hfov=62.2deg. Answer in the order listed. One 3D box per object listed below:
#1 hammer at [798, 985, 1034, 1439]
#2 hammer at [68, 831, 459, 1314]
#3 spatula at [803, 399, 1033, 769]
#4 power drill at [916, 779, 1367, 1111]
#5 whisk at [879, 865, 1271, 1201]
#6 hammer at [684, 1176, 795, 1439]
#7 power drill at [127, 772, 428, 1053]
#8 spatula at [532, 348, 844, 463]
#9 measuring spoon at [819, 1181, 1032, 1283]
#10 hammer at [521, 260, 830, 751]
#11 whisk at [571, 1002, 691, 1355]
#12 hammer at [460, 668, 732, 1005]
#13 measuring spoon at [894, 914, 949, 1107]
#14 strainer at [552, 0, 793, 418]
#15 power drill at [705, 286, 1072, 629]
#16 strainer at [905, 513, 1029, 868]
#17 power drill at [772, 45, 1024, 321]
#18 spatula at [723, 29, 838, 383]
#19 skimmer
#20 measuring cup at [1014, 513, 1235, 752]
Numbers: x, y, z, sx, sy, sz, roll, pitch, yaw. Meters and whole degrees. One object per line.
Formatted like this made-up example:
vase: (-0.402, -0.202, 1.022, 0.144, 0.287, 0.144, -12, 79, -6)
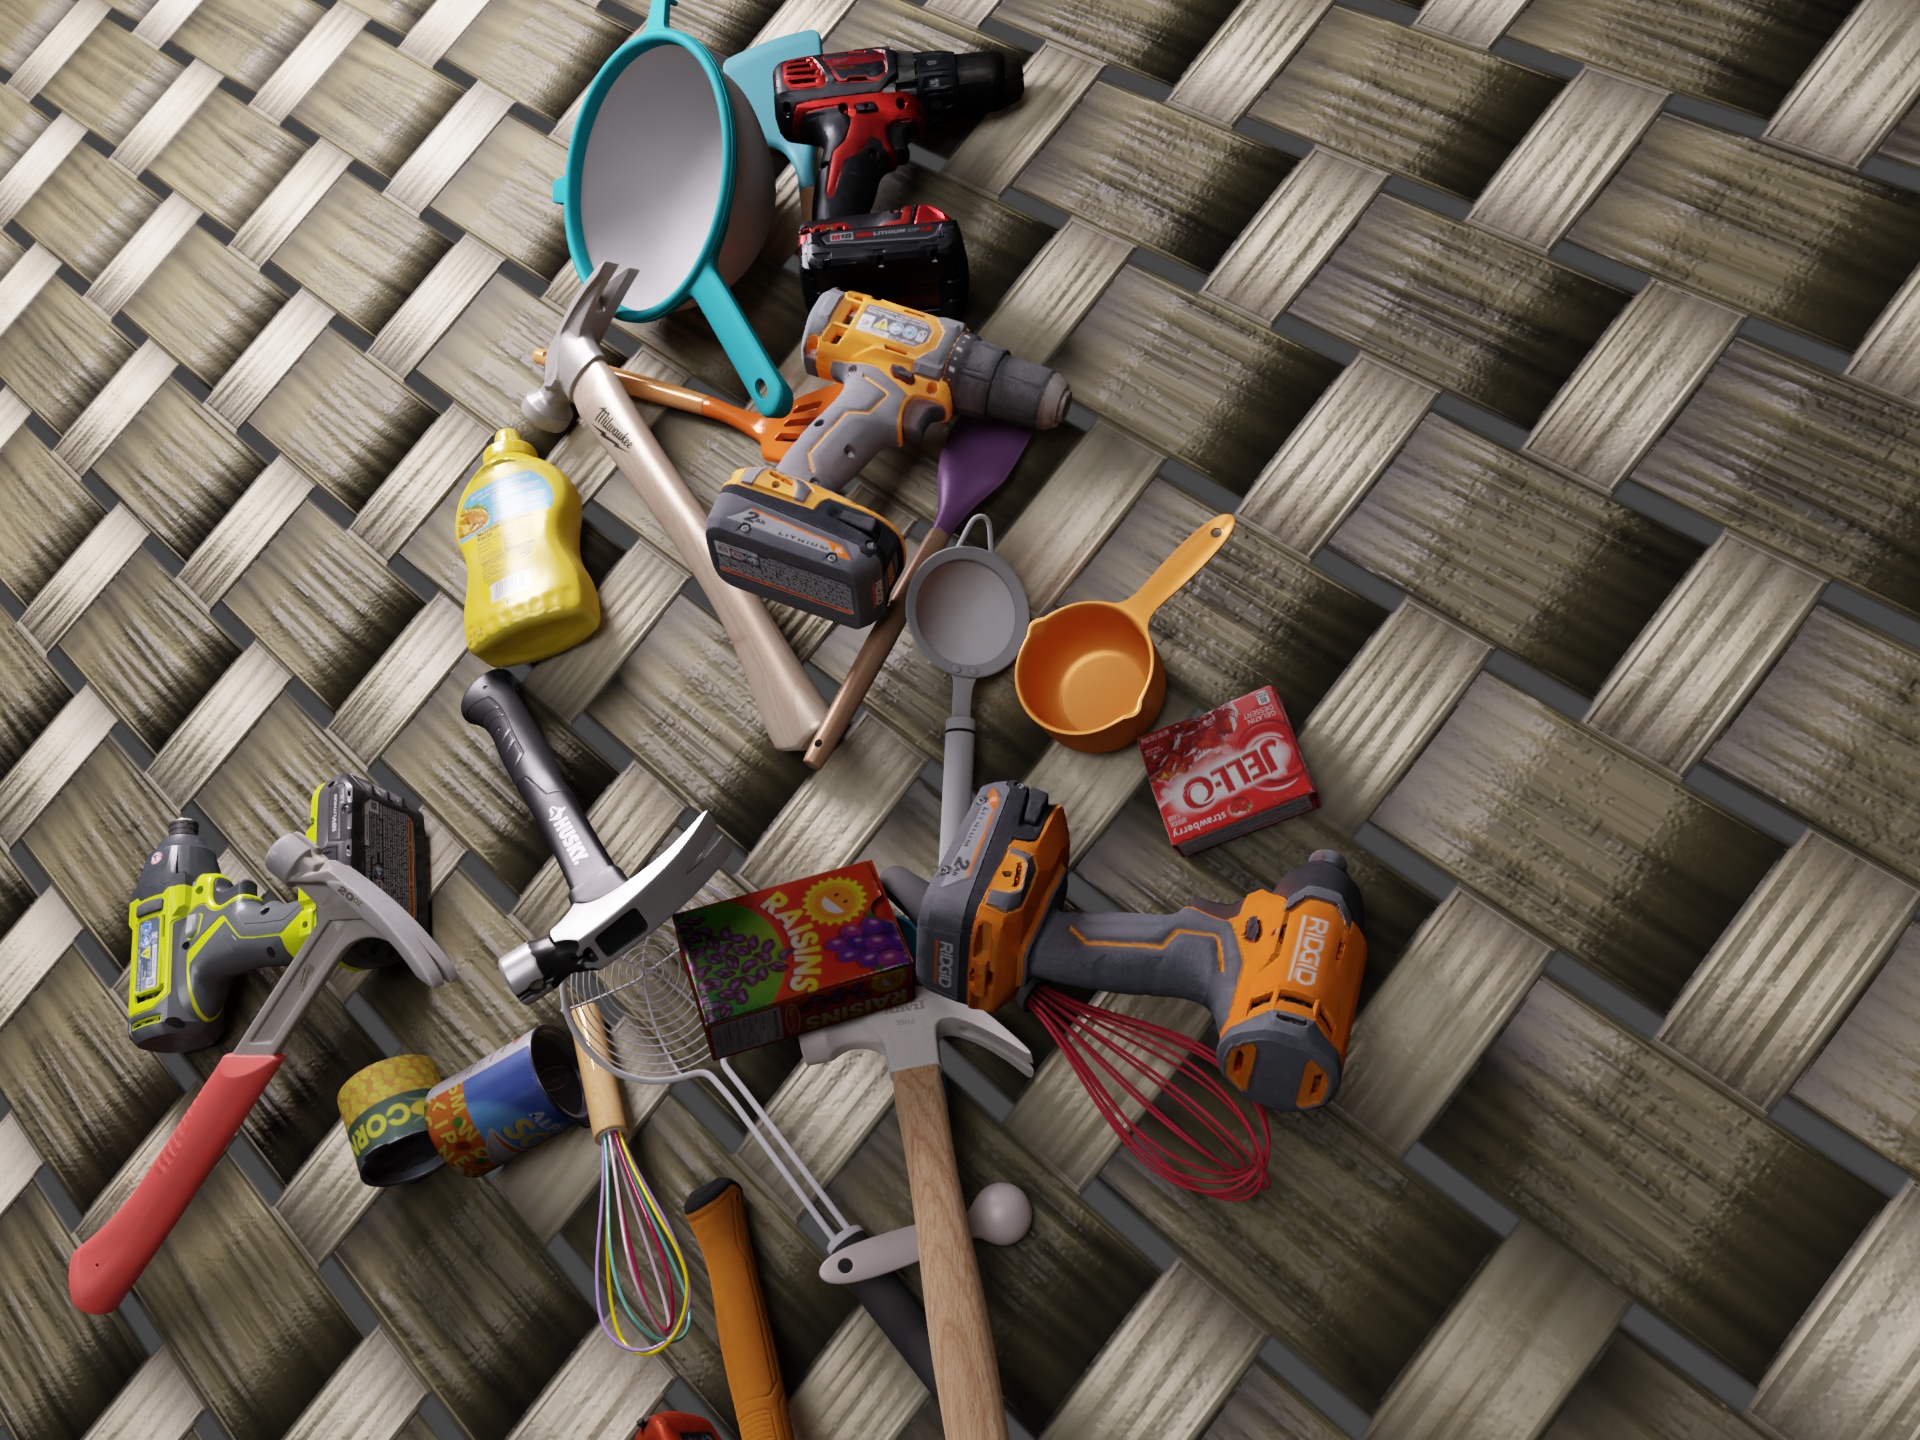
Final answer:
hammer: (-0.003, 0.293, 0.847, 0.130, 0.031, 0.332, -11, 55, -2)
hammer: (-0.479, 0.256, 1.052, 0.149, 0.036, 0.359, 38, 100, 12)
spatula: (-0.027, -0.104, 1.056, 0.060, 0.018, 0.316, 17, 68, 26)
power drill: (0.106, 0.108, 0.865, 0.226, 0.084, 0.164, 15, 42, 14)
whisk: (0.058, 0.166, 0.899, 0.296, 0.073, 0.073, 35, 85, 31)
hammer: (-0.095, 0.406, 0.857, 0.034, 0.127, 0.337, -30, 51, 10)
power drill: (-0.495, 0.126, 1.135, 0.223, 0.080, 0.171, -19, 64, 17)
spatula: (-0.211, -0.247, 1.193, 0.323, 0.041, 0.081, 21, 71, 29)
measuring spoon: (-0.018, 0.286, 0.879, 0.124, 0.018, 0.034, -15, 64, -14)
hammer: (-0.190, -0.146, 1.119, 0.146, 0.038, 0.411, -52, 59, 30)
whisk: (-0.202, 0.266, 0.956, 0.047, 0.051, 0.245, -57, 39, 28)
hammer: (-0.263, 0.046, 1.033, 0.146, 0.035, 0.335, -33, 38, -11)
measuring spoon: (-0.030, 0.180, 0.961, 0.042, 0.021, 0.129, -17, 72, -2)
strainer: (-0.177, -0.353, 1.186, 0.211, 0.095, 0.341, -46, 63, 35)
power drill: (-0.044, -0.173, 1.041, 0.185, 0.084, 0.226, 19, 64, 10)
strainer: (-0.002, -0.003, 1.009, 0.086, 0.050, 0.259, 9, 73, -21)
power drill: (-0.039, -0.400, 1.159, 0.188, 0.080, 0.227, -6, 65, 0)
spatula: (-0.117, -0.390, 1.213, 0.082, 0.044, 0.318, -16, 65, 8)
skimmer: (-0.103, 0.242, 0.919, 0.127, 0.090, 0.364, -30, 59, -25)
measuring cup: (0.112, -0.054, 0.978, 0.173, 0.052, 0.095, -46, 60, -3)
